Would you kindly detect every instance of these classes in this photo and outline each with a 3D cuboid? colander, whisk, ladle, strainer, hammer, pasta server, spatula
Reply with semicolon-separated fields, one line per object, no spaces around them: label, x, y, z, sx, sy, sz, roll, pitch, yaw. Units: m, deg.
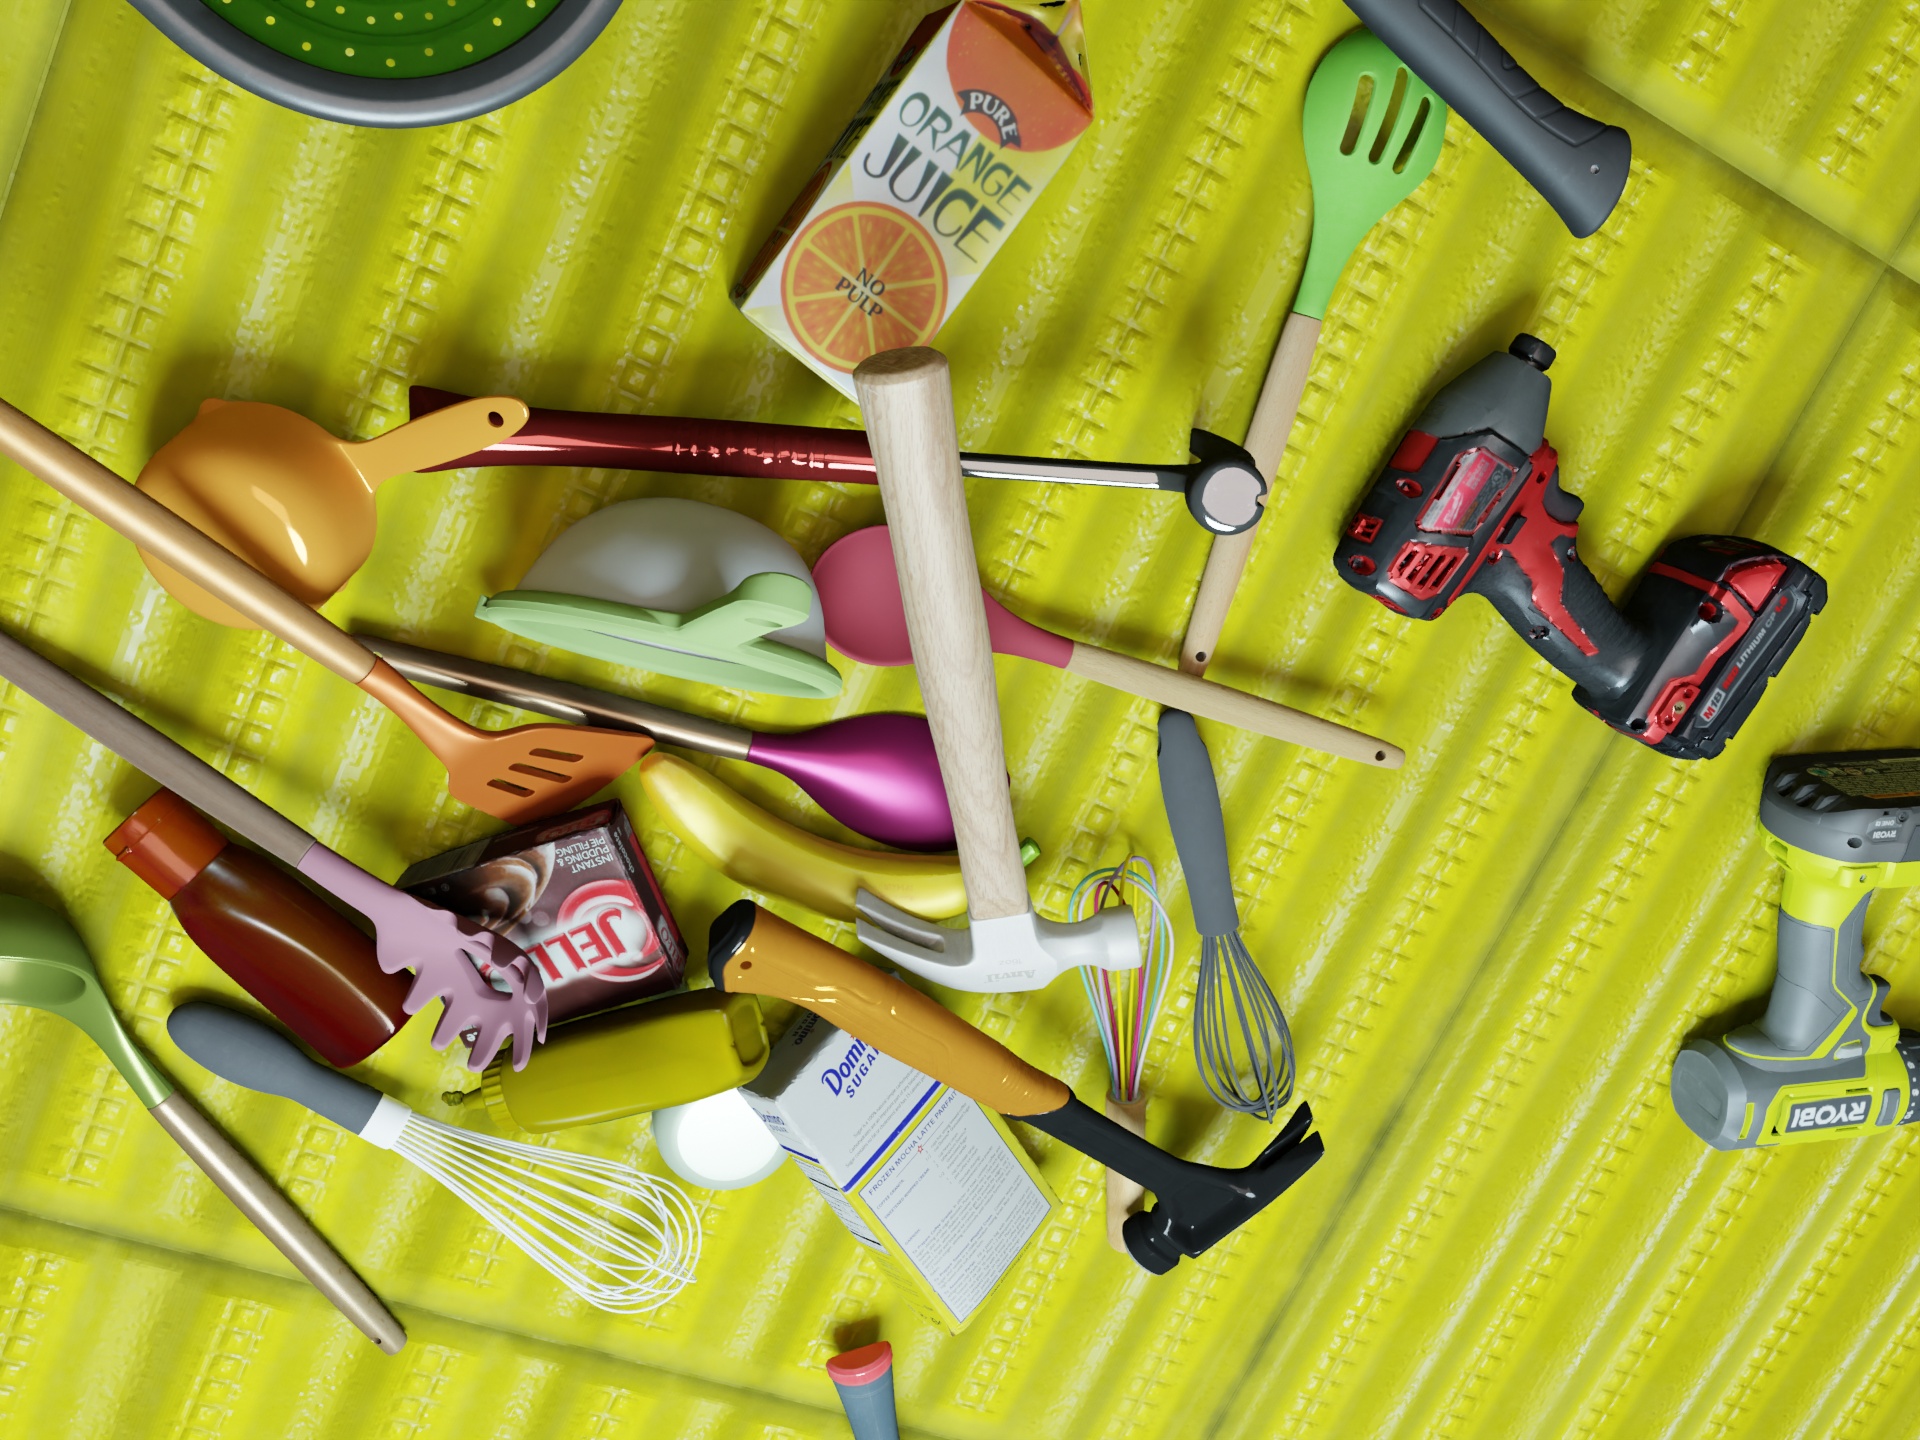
colander;-0.139;-0.325;0.602;0.397;0.095;0.204;-2;109;-19
whisk;0.135;0.104;0.829;0.055;0.055;0.239;-16;106;-7
ladle;-0.365;0.204;0.746;0.078;0.062;0.320;-17;118;25
ladle;0.076;-0.025;0.768;0.315;0.031;0.069;17;108;-13
strainer;-0.099;-0.059;0.625;0.151;0.256;0.069;14;83;-21
hammer;0.025;0.170;0.770;0.336;0.034;0.127;34;115;-26
pasta server;-0.309;0.046;0.687;0.316;0.040;0.060;36;117;-9
hammer;-0.001;-0.002;0.679;0.130;0.031;0.331;-9;127;2
hammer;-0.018;0.526;0.893;0.038;0.143;0.386;-13;106;-11
whisk;-0.251;0.210;0.775;0.284;0.070;0.070;33;99;-15
hammer;-0.055;-0.116;0.691;0.359;0.149;0.036;3;105;-1
whisk;0.085;0.182;0.843;0.051;0.047;0.244;-7;113;-11
hammer;0.155;-0.323;0.670;0.334;0.035;0.146;38;97;-12
spatula;-0.258;-0.040;0.637;0.081;0.041;0.322;-34;131;16

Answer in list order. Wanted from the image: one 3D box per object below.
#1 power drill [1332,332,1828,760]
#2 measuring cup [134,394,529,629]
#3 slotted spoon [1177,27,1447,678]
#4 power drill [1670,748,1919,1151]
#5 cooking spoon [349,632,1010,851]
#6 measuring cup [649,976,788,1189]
power drill;0.306;-0.084;0.787;0.219;0.079;0.143;27;100;-16
measuring cup;-0.253;-0.090;0.638;0.173;0.052;0.095;-15;120;19
slotted spoon;0.157;-0.165;0.752;0.070;0.031;0.313;13;106;-13
power drill;0.519;0.136;0.905;0.190;0.080;0.228;-3;111;-11
cooking spoon;-0.125;0.006;0.750;0.318;0.017;0.068;15;105;-17
measuring cup;-0.134;0.163;0.789;0.083;0.038;0.167;-24;112;-4
